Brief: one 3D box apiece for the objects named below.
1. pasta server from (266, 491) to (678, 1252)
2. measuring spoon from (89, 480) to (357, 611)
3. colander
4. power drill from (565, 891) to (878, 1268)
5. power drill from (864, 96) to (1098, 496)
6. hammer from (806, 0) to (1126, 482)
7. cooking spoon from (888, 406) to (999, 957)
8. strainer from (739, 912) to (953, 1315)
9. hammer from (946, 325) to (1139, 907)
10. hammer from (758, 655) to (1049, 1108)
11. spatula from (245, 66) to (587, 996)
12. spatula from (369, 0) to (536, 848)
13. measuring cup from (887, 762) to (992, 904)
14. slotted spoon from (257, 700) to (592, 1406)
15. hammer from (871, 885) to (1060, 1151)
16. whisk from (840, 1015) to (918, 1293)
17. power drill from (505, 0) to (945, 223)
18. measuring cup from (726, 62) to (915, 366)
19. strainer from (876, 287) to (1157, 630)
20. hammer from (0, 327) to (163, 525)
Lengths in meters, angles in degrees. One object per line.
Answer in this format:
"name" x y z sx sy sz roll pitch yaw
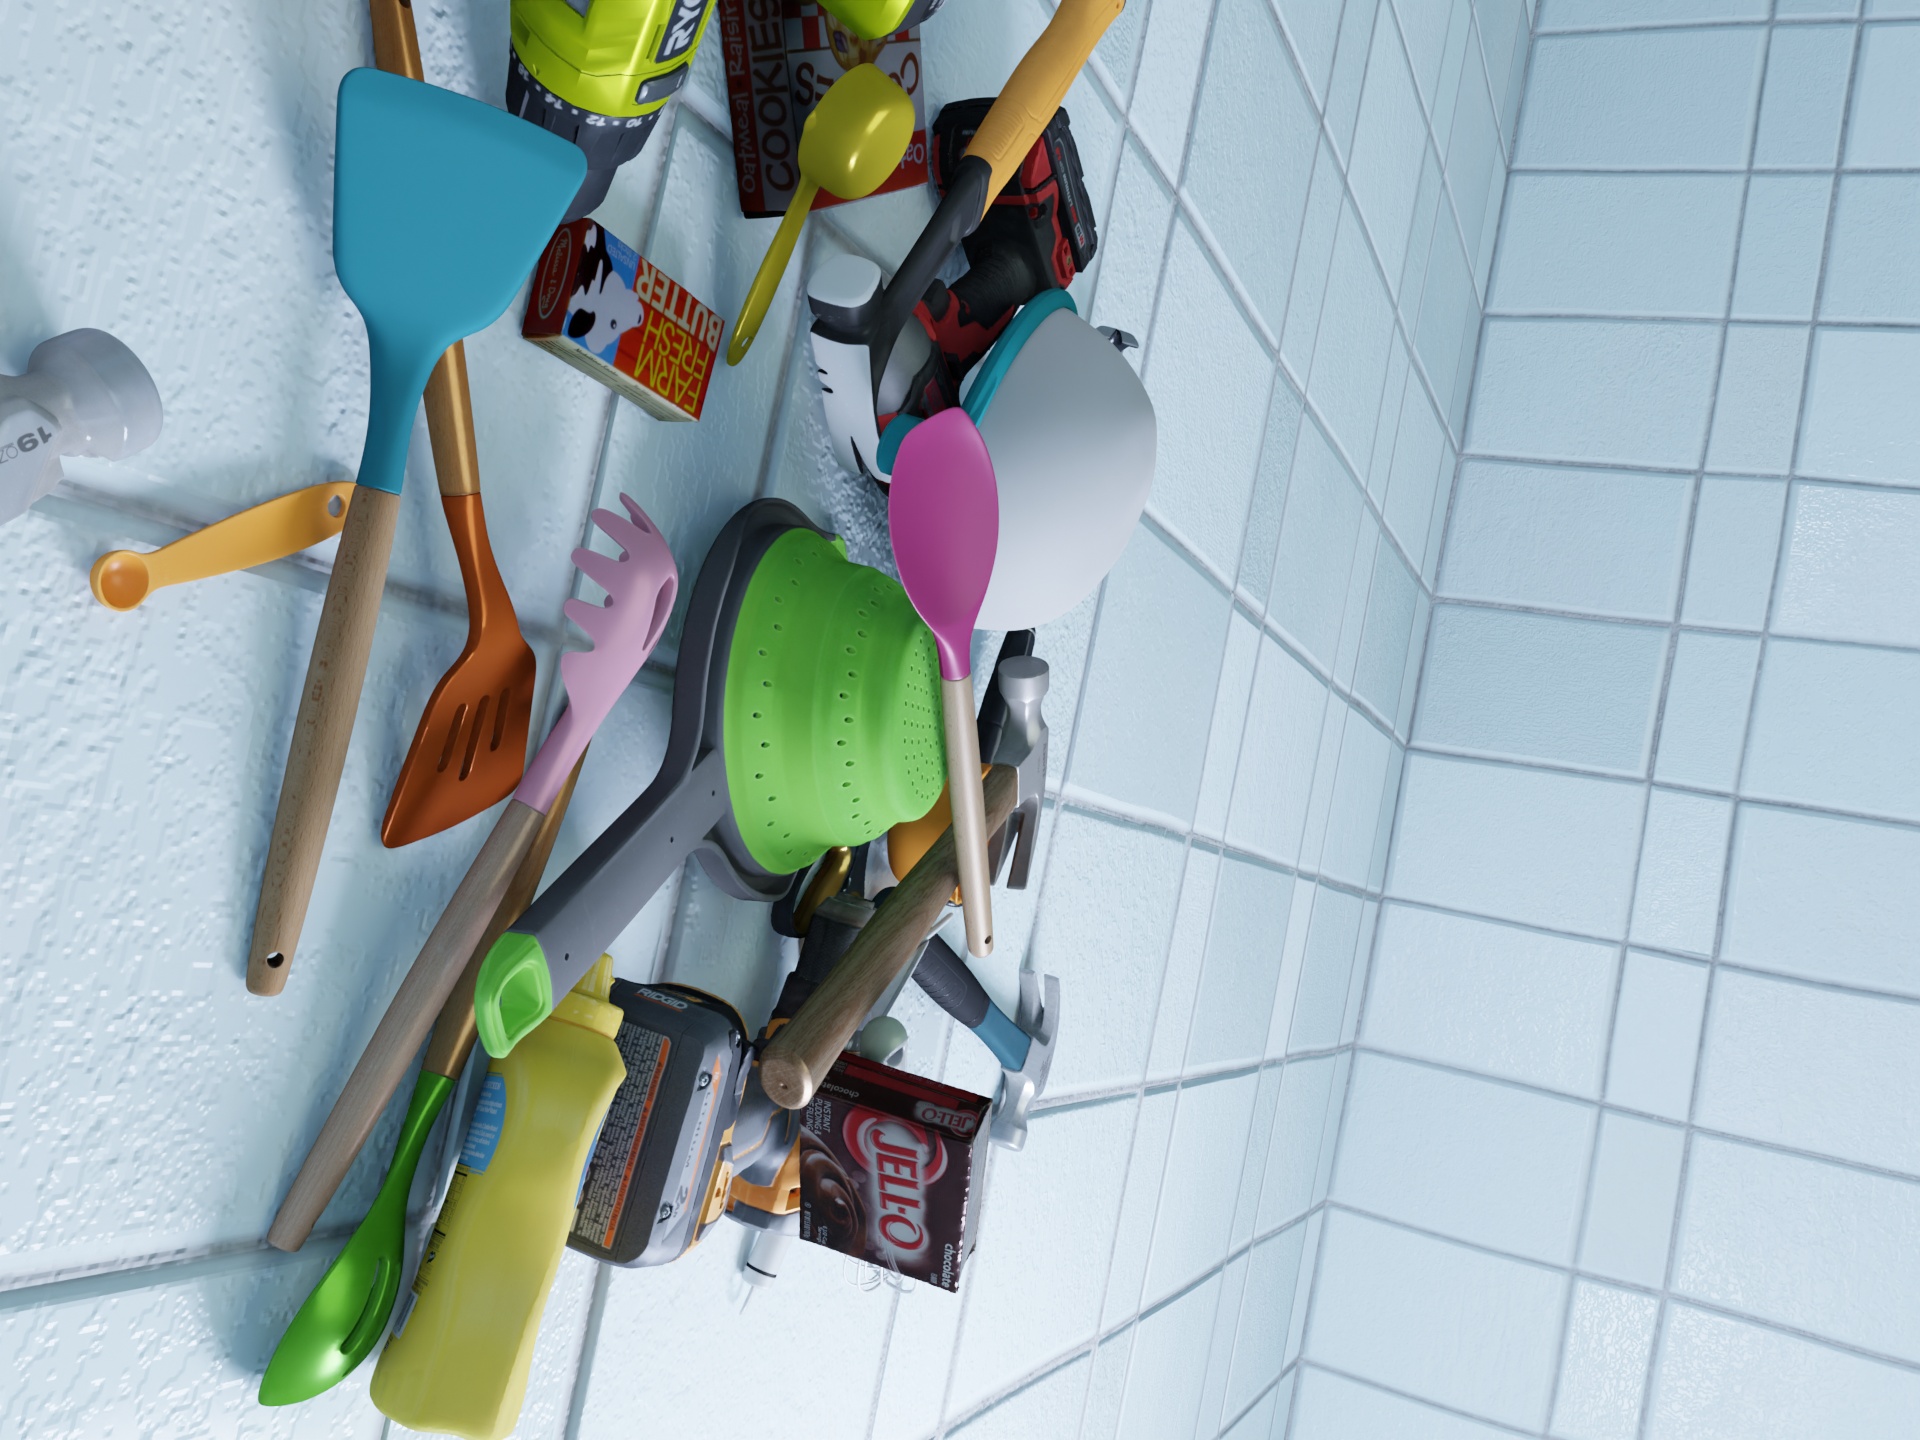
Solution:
"pasta server" -0.190 0.055 0.627 0.316 0.040 0.060 -63 174 -12
"measuring spoon" -0.244 -0.062 0.536 0.117 0.011 0.021 -43 140 -58
"colander" -0.081 0.027 0.728 0.397 0.094 0.204 -56 147 -59
"power drill" -0.109 0.174 0.804 0.226 0.084 0.185 27 79 -68
"power drill" -0.005 -0.245 0.899 0.220 0.078 0.143 -63 150 -27
"hammer" 0.014 -0.275 0.811 0.127 0.034 0.337 84 28 -57
"cooking spoon" -0.001 -0.002 0.779 0.069 0.017 0.318 -35 134 -35
"strainer" -0.076 0.223 0.933 0.087 0.050 0.258 123 -10 -78
"hammer" 0.048 -0.073 1.068 0.149 0.036 0.409 107 0 -83
"hammer" -0.017 0.091 0.849 0.331 0.031 0.130 -50 144 -54
"spatula" -0.208 -0.055 0.552 0.082 0.044 0.317 12 94 -32
"spatula" -0.199 -0.110 0.598 0.081 0.041 0.322 -32 122 -60
"measuring cup" -0.019 0.044 0.948 0.173 0.052 0.095 69 36 -57
"slotted spoon" -0.204 0.120 0.652 0.070 0.031 0.314 99 7 -68
"hammer" 0.006 0.199 1.114 0.128 0.033 0.330 -69 152 -22
"whisk" -0.042 0.247 0.886 0.058 0.059 0.246 -34 143 -34
"power drill" -0.081 -0.295 0.612 0.228 0.080 0.190 -46 180 -39
"measuring cup" -0.067 -0.225 0.736 0.156 0.029 0.062 -58 170 29
"strainer" 0.041 -0.125 0.854 0.211 0.095 0.340 -68 170 11
"hammer" -0.301 -0.212 0.331 0.143 0.038 0.386 -48 139 -47
